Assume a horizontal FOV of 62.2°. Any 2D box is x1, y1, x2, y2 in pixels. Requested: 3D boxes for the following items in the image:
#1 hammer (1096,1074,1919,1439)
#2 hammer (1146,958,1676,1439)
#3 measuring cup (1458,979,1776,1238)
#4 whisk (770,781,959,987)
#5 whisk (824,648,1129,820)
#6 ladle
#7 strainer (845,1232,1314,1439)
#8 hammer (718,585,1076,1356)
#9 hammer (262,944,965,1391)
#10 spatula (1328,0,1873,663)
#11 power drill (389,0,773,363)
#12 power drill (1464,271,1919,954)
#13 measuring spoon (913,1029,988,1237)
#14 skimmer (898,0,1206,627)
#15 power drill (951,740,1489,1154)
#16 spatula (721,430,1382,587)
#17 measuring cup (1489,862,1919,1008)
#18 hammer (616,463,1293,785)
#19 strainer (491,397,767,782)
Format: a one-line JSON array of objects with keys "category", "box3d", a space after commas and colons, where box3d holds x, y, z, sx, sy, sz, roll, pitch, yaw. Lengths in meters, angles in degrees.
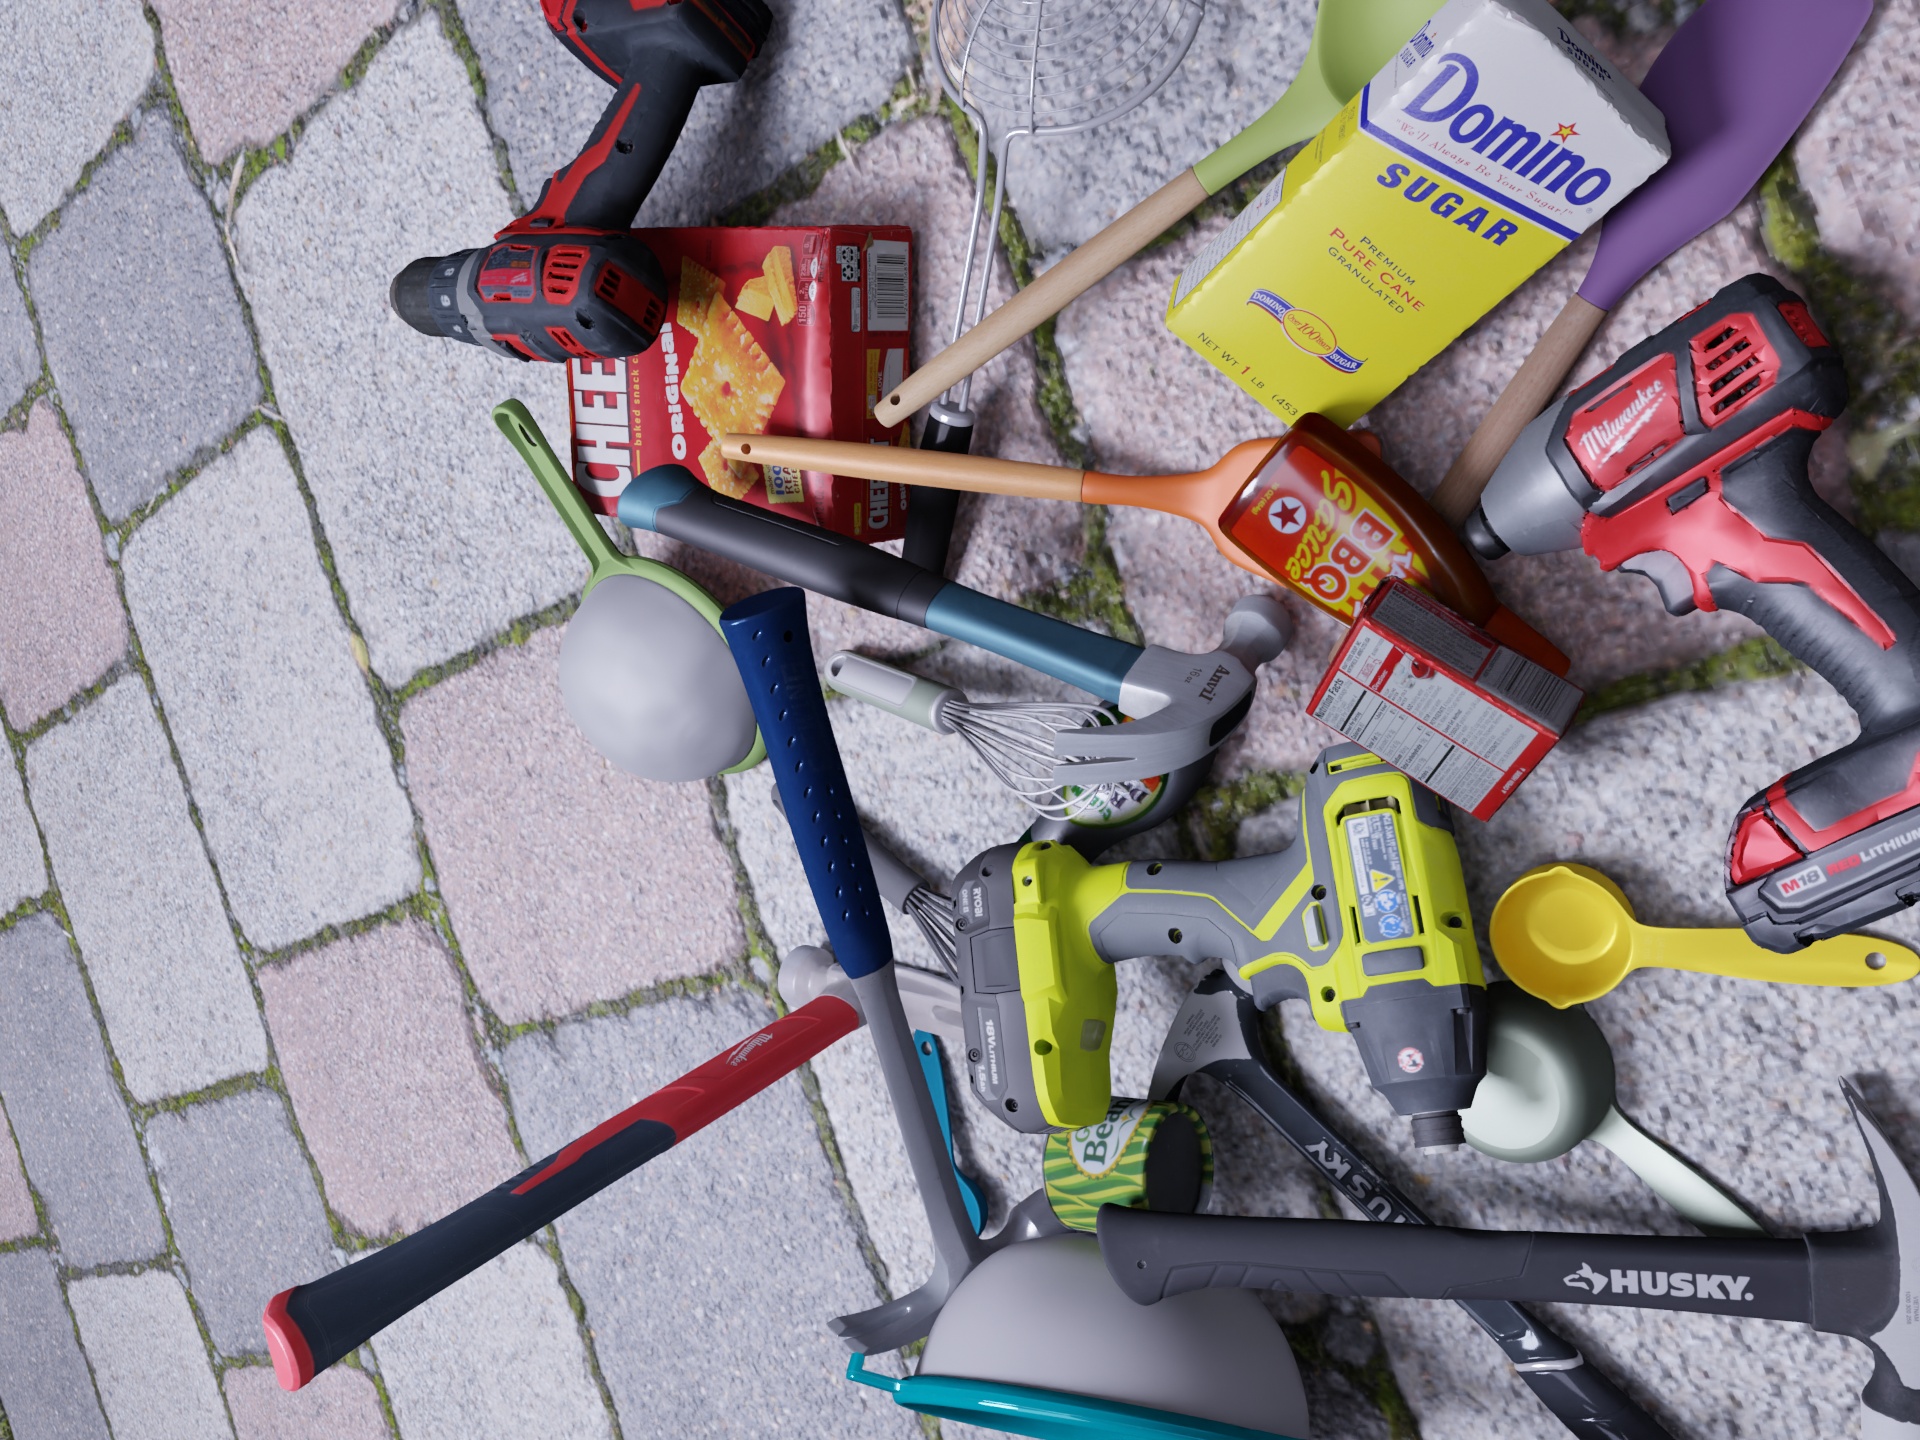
[{"category": "hammer", "box3d": [0.221, 0.221, 0.661, 0.335, 0.035, 0.146, -4, 98, 20]}, {"category": "hammer", "box3d": [0.246, 0.278, 0.720, 0.409, 0.036, 0.149, 44, 125, 21]}, {"category": "measuring cup", "box3d": [0.271, 0.181, 0.672, 0.168, 0.038, 0.083, 40, 122, 27]}, {"category": "whisk", "box3d": [-0.027, 0.097, 0.884, 0.239, 0.055, 0.055, 35, 120, 32]}, {"category": "whisk", "box3d": [-0.001, -0.003, 0.807, 0.246, 0.059, 0.058, 22, 83, 52]}, {"category": "ladle", "box3d": [0.077, -0.220, 0.684, 0.320, 0.062, 0.078, -31, 71, 28]}, {"category": "strainer", "box3d": [0.130, 0.299, 0.753, 0.340, 0.210, 0.095, -9, 58, 33]}, {"category": "hammer", "box3d": [-0.046, 0.133, 0.783, 0.035, 0.144, 0.405, 16, 127, 54]}, {"category": "hammer", "box3d": [-0.150, 0.209, 0.785, 0.143, 0.386, 0.038, 8, 111, 38]}, {"category": "spatula", "box3d": [0.235, -0.146, 0.636, 0.060, 0.018, 0.315, 44, 123, 26]}, {"category": "power drill", "box3d": [-0.210, -0.297, 0.847, 0.188, 0.080, 0.227, 11, 79, 36]}, {"category": "power drill", "box3d": [0.290, -0.036, 0.586, 0.143, 0.078, 0.220, -36, 76, 38]}, {"category": "measuring spoon", "box3d": [-0.006, 0.238, 0.924, 0.042, 0.021, 0.129, -15, 82, 40]}, {"category": "skimmer", "box3d": [0.023, -0.214, 0.780, 0.127, 0.090, 0.363, 27, 127, 21]}, {"category": "power drill", "box3d": [0.115, 0.112, 0.707, 0.223, 0.080, 0.171, -14, 71, 26]}, {"category": "spatula", "box3d": [0.033, -0.113, 0.753, 0.322, 0.041, 0.081, 9, 107, 15]}, {"category": "measuring cup", "box3d": [0.298, 0.089, 0.646, 0.156, 0.029, 0.062, 2, 102, 26]}, {"category": "hammer", "box3d": [-0.020, -0.060, 0.754, 0.331, 0.128, 0.033, 22, 140, 22]}, {"category": "strainer", "box3d": [-0.210, -0.060, 0.917, 0.151, 0.069, 0.256, -9, 117, 45]}]
